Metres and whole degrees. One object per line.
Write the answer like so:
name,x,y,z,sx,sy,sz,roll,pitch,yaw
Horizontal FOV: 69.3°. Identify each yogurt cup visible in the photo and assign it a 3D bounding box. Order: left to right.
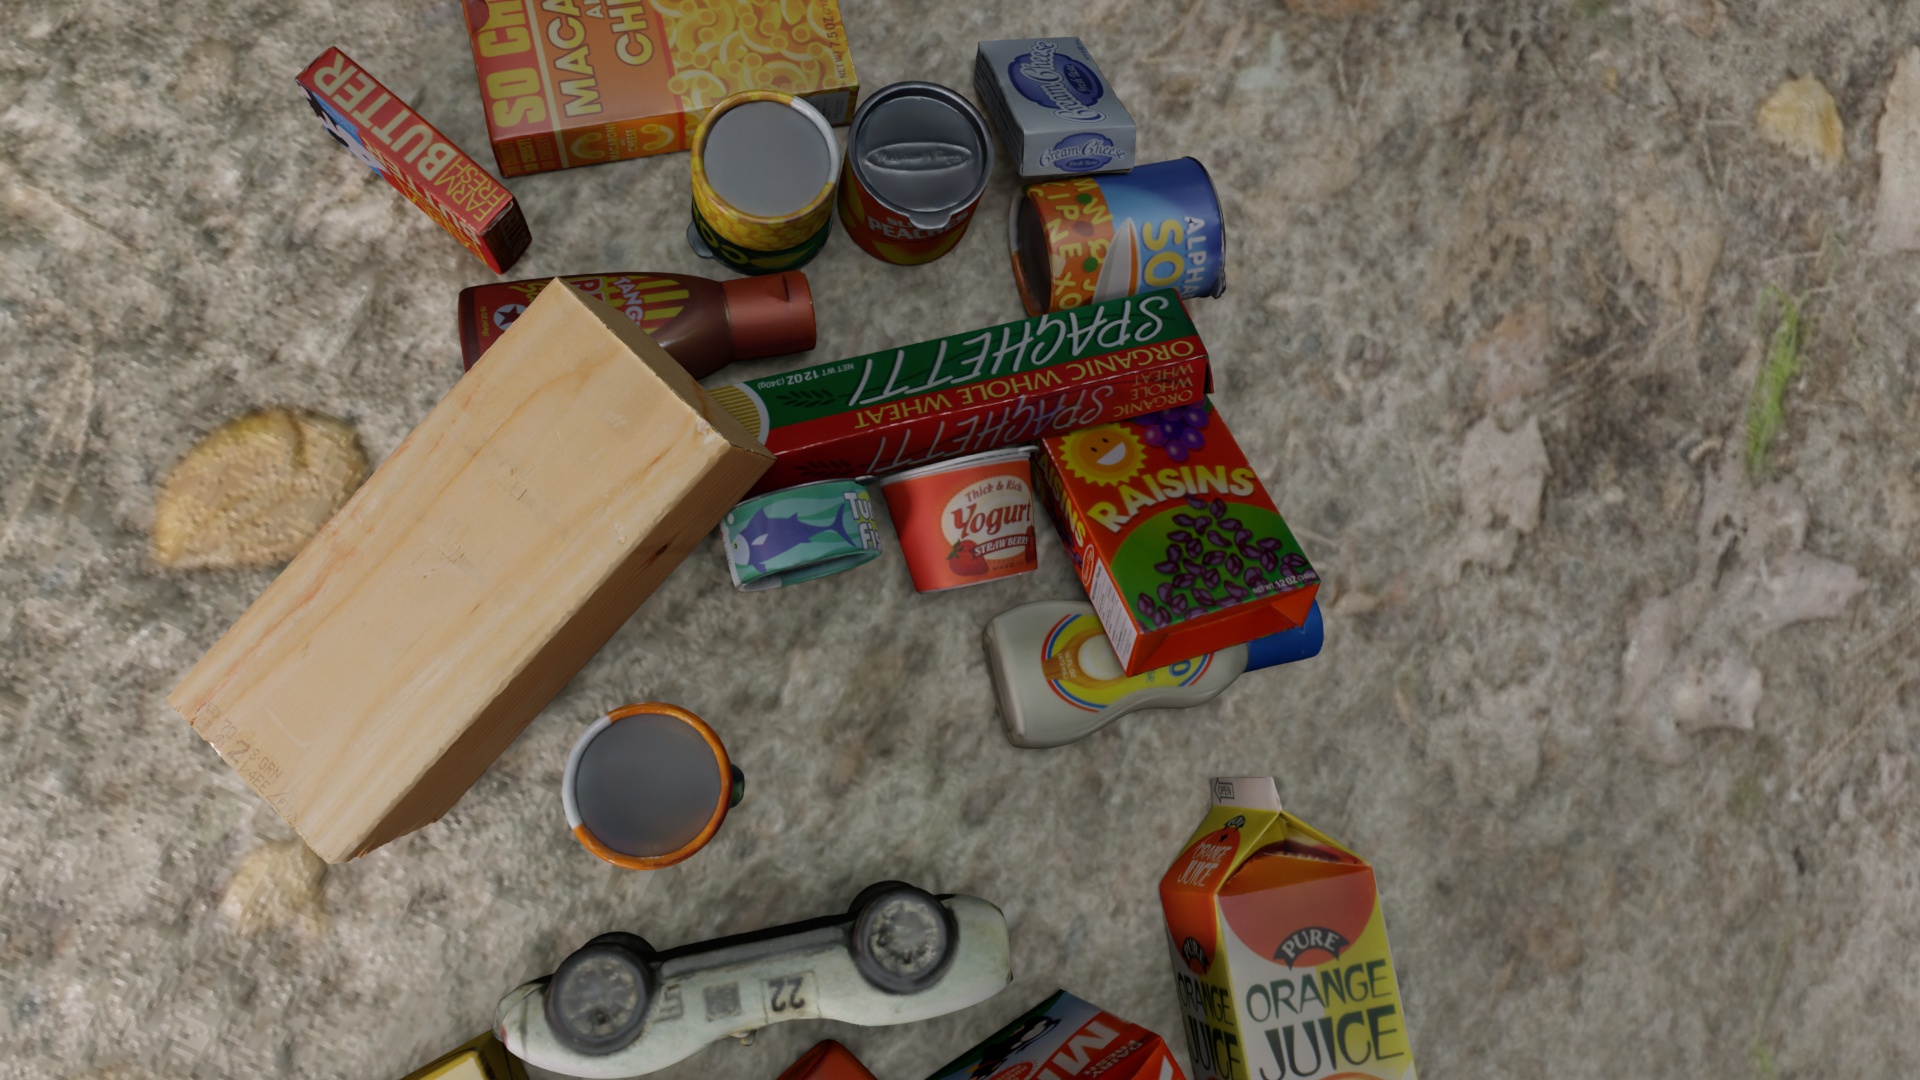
yogurt cup,0.002,-0.008,0.610,0.072,0.072,0.054,-12,89,-12

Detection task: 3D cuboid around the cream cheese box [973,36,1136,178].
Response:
cream cheese box,0.042,-0.204,0.649,0.053,0.024,0.104,-7,42,-9

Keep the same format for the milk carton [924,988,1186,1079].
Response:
milk carton,0.047,0.223,0.503,0.073,0.190,0.072,-29,85,-14

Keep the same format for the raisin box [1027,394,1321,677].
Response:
raisin box,0.090,-0.009,0.613,0.086,0.039,0.124,-16,56,-13

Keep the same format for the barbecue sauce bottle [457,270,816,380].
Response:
barbecue sauce bottle,-0.139,-0.091,0.610,0.149,0.043,0.065,-10,57,-12

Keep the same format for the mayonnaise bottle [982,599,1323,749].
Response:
mayonnaise bottle,0.088,0.049,0.624,0.148,0.041,0.065,-11,76,-11

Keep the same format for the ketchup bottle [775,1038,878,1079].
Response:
ketchup bottle,-0.024,0.276,0.556,0.065,0.043,0.149,-43,88,-14

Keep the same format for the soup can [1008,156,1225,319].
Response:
soup can,0.072,-0.137,0.646,0.084,0.071,0.071,-13,81,-12

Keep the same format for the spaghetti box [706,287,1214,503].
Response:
spaghetti box,-0.015,-0.061,0.611,0.250,0.028,0.050,-13,51,-5

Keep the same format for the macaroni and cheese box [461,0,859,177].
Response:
macaroni and cheese box,-0.143,-0.245,0.645,0.167,0.040,0.124,-13,80,-12

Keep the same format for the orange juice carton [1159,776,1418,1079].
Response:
orange juice carton,0.137,0.196,0.587,0.073,0.071,0.193,-8,80,-11

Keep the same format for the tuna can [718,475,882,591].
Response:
tuna can,-0.066,-0.003,0.594,0.071,0.071,0.033,-14,83,-12

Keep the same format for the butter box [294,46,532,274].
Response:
butter box,-0.235,-0.164,0.605,0.103,0.053,0.024,40,77,0

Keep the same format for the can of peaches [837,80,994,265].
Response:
can of peaches,-0.022,-0.166,0.641,0.071,0.058,0.071,2,79,-10

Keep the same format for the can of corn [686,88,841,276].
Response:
can of corn,-0.091,-0.159,0.627,0.071,0.058,0.071,2,78,-10

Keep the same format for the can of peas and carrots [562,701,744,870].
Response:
can of peas and carrots,-0.124,0.100,0.567,0.071,0.058,0.071,2,79,-9
